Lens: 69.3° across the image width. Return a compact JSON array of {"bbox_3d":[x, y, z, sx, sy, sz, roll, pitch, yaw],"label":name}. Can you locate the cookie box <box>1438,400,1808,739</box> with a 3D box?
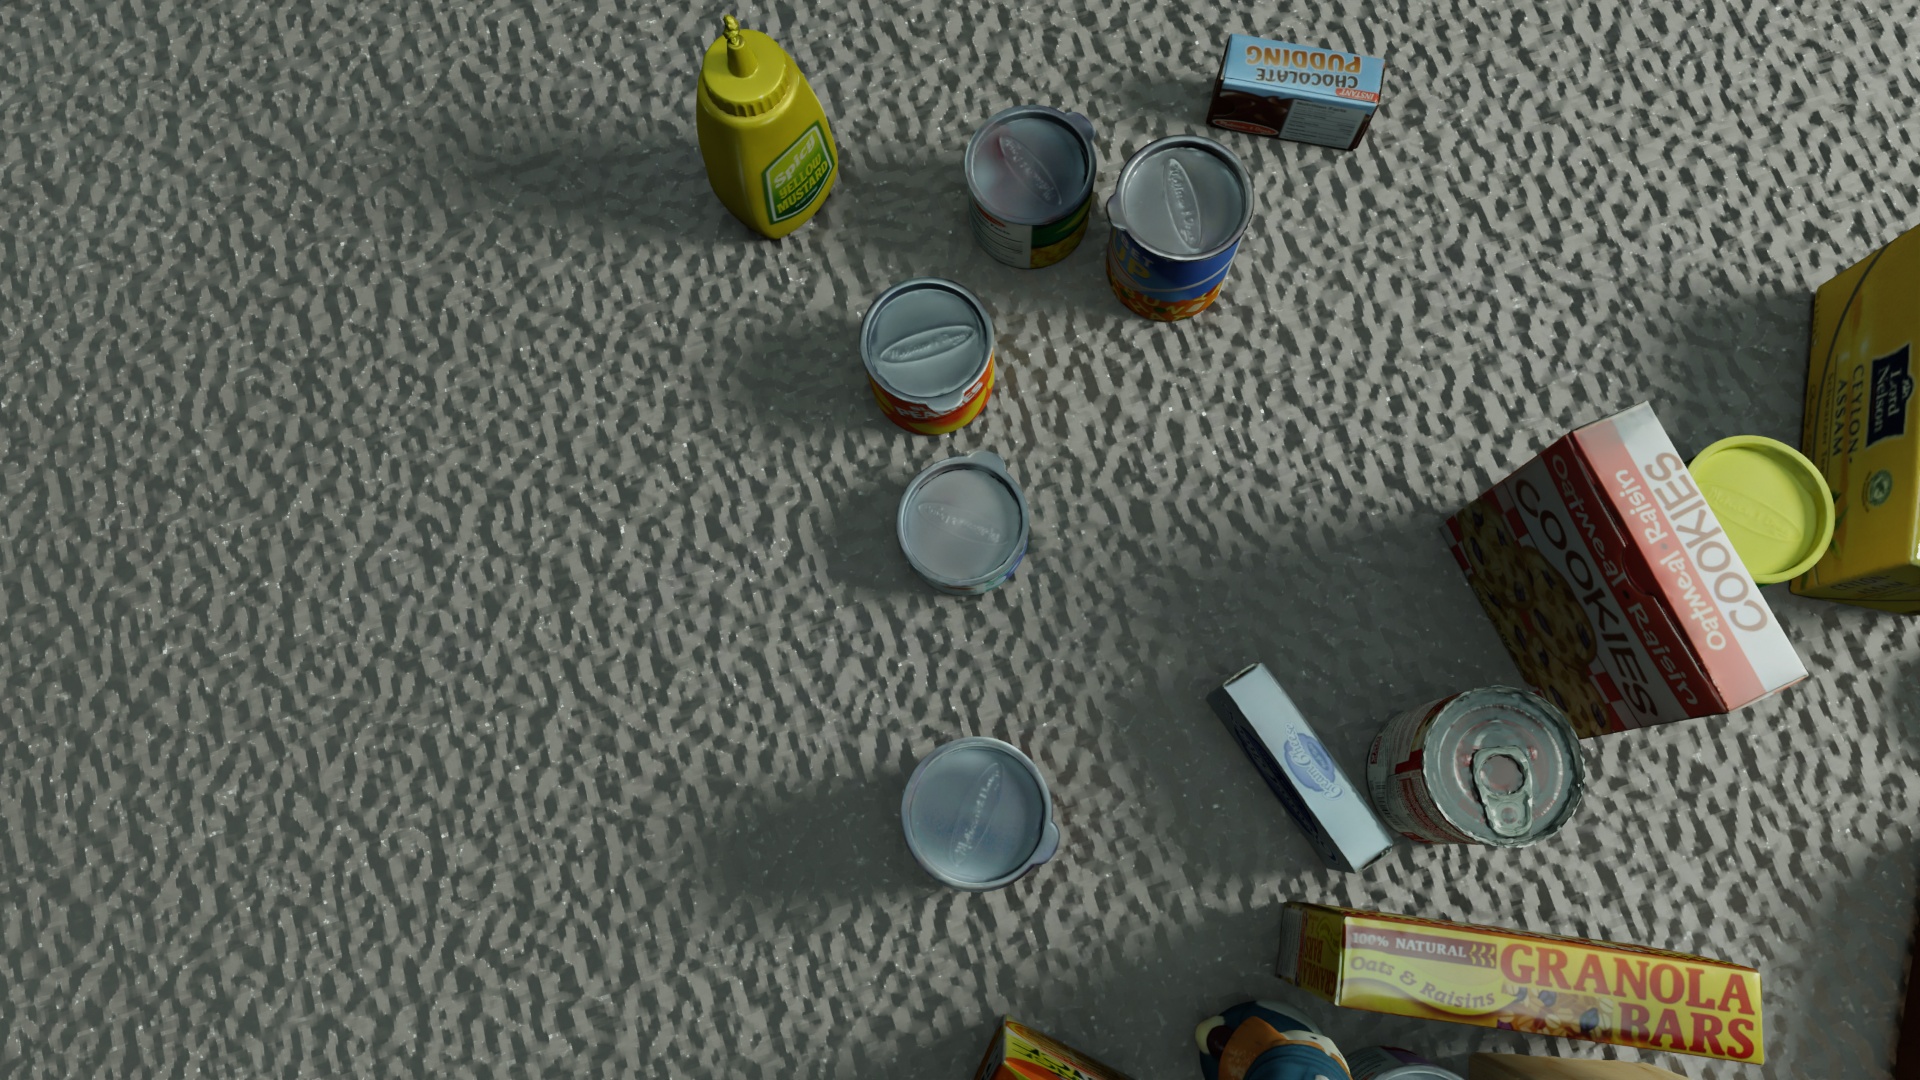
[{"bbox_3d":[0.282,0.022,0.616,0.040,0.167,0.123,-24,78,-4],"label":"cookie box"}]

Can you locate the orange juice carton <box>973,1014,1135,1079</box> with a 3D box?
[{"bbox_3d":[0.035,0.250,0.558,0.073,0.192,0.072,24,80,7],"label":"orange juice carton"}]

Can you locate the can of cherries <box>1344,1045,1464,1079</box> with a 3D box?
[{"bbox_3d":[0.200,0.266,0.619,0.071,0.058,0.071,0,78,1],"label":"can of cherries"}]

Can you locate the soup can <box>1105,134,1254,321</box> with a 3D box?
[{"bbox_3d":[0.106,-0.155,0.704,0.071,0.083,0.071,0,78,2],"label":"soup can"}]

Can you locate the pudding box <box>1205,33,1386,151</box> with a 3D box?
[{"bbox_3d":[0.177,-0.238,0.738,0.084,0.049,0.030,11,78,4],"label":"pudding box"}]

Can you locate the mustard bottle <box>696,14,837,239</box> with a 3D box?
[{"bbox_3d":[-0.099,-0.205,0.681,0.049,0.160,0.065,42,82,9],"label":"mustard bottle"}]

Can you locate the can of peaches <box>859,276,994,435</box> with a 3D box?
[{"bbox_3d":[-0.015,-0.090,0.705,0.071,0.058,0.071,0,78,1],"label":"can of peaches"}]

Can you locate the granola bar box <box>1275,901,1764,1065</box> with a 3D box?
[{"bbox_3d":[0.232,0.187,0.602,0.166,0.124,0.039,7,78,3],"label":"granola bar box"}]

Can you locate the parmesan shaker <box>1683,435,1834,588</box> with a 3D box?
[{"bbox_3d":[0.346,-0.001,0.653,0.071,0.103,0.071,0,78,2],"label":"parmesan shaker"}]

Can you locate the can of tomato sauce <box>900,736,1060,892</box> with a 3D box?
[{"bbox_3d":[0.010,0.127,0.643,0.071,0.083,0.071,0,78,2],"label":"can of tomato sauce"}]

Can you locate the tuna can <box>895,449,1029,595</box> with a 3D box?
[{"bbox_3d":[0.002,-0.009,0.699,0.071,0.032,0.071,0,77,1],"label":"tuna can"}]

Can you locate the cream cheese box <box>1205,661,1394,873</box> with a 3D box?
[{"bbox_3d":[0.159,0.108,0.658,0.024,0.053,0.104,-34,79,-5],"label":"cream cheese box"}]

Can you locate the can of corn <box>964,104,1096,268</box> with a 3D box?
[{"bbox_3d":[0.038,-0.184,0.725,0.071,0.058,0.071,0,78,1],"label":"can of corn"}]
